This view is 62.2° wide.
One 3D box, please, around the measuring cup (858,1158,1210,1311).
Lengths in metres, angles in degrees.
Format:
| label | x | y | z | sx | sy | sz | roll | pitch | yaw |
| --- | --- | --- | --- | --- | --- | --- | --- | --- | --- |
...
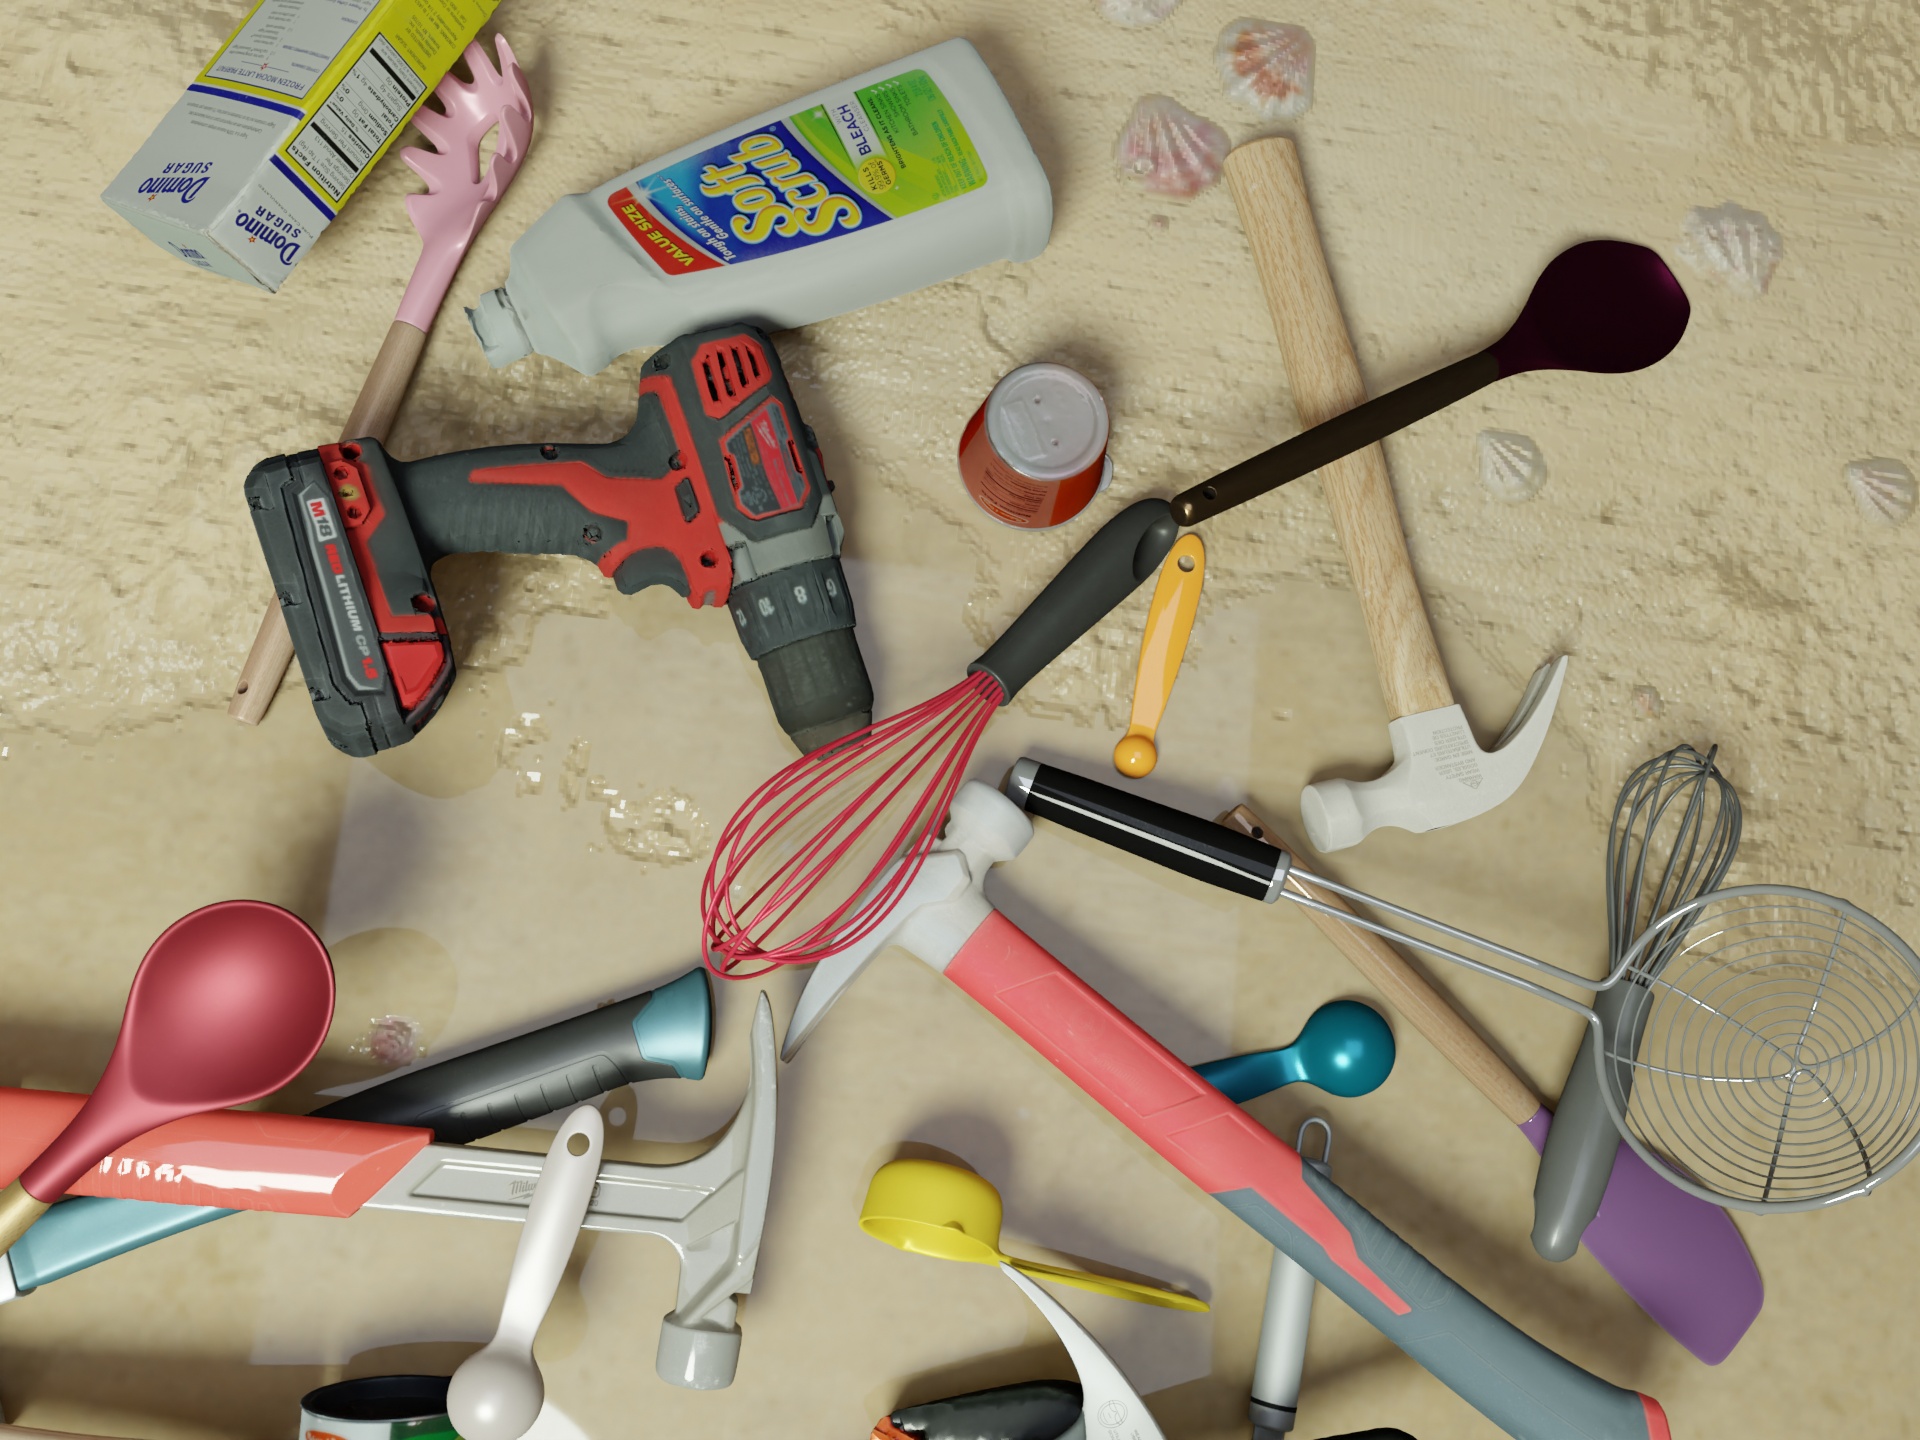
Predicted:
| label | x | y | z | sx | sy | sz | roll | pitch | yaw |
| --- | --- | --- | --- | --- | --- | --- | --- | --- | --- |
| measuring cup | 0.034 | 0.213 | 0.653 | 0.156 | 0.062 | 0.029 | 20 | 60 | -14 |

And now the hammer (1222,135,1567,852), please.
| label | x | y | z | sx | sy | sz | roll | pitch | yaw |
| --- | --- | --- | --- | --- | --- | --- | --- | --- | --- |
| hammer | 0.183 | -0.113 | 0.730 | 0.130 | 0.031 | 0.331 | -12 | 81 | -8 |

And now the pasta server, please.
| label | x | y | z | sx | sy | sz | roll | pitch | yaw |
| --- | --- | --- | --- | --- | --- | --- | --- | --- | --- |
| pasta server | -0.253 | -0.149 | 0.686 | 0.060 | 0.040 | 0.316 | 14 | 79 | 26 |

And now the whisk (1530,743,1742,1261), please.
| label | x | y | z | sx | sy | sz | roll | pitch | yaw |
| --- | --- | --- | --- | --- | --- | --- | --- | --- | --- |
| whisk | 0.289 | 0.117 | 0.686 | 0.055 | 0.055 | 0.239 | 24 | 75 | -2 |

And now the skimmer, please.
| label | x | y | z | sx | sy | sz | roll | pitch | yaw |
| --- | --- | --- | --- | --- | --- | --- | --- | --- | --- |
| skimmer | 0.188 | 0.080 | 0.635 | 0.363 | 0.090 | 0.127 | 20 | 81 | 9 |

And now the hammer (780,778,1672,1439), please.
| label | x | y | z | sx | sy | sz | roll | pitch | yaw |
| --- | --- | --- | --- | --- | --- | --- | --- | --- | --- |
| hammer | 0.110 | 0.196 | 0.641 | 0.386 | 0.038 | 0.143 | 38 | 78 | 9 |

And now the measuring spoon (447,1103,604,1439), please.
| label | x | y | z | sx | sy | sz | roll | pitch | yaw |
| --- | --- | --- | --- | --- | --- | --- | --- | --- | --- |
| measuring spoon | -0.155 | 0.201 | 0.578 | 0.034 | 0.018 | 0.124 | 17 | 79 | -5 |

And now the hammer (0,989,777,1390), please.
| label | x | y | z | sx | sy | sz | roll | pitch | yaw |
| --- | --- | --- | --- | --- | --- | --- | --- | --- | --- |
| hammer | -0.251 | 0.157 | 0.599 | 0.359 | 0.036 | 0.149 | 8 | 81 | -6 |

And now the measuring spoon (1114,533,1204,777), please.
| label | x | y | z | sx | sy | sz | roll | pitch | yaw |
| --- | --- | --- | --- | --- | --- | --- | --- | --- | --- |
| measuring spoon | 0.091 | -0.031 | 0.715 | 0.021 | 0.011 | 0.117 | 17 | 79 | -3 |

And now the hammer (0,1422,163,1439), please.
| label | x | y | z | sx | sy | sz | roll | pitch | yaw |
| --- | --- | --- | --- | --- | --- | --- | --- | --- | --- |
| hammer | -0.453 | 0.252 | 0.571 | 0.410 | 0.038 | 0.146 | 4 | 79 | 1 |

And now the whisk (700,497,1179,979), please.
| label | x | y | z | sx | sy | sz | roll | pitch | yaw |
| --- | --- | --- | --- | --- | --- | --- | --- | --- | --- |
| whisk | -0.001 | -0.002 | 0.661 | 0.073 | 0.073 | 0.296 | 44 | 65 | 3 |

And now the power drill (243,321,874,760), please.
| label | x | y | z | sx | sy | sz | roll | pitch | yaw |
| --- | --- | --- | --- | --- | --- | --- | --- | --- | --- |
| power drill | -0.152 | -0.051 | 0.654 | 0.226 | 0.080 | 0.188 | -18 | 90 | -19 |

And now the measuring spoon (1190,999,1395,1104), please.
| label | x | y | z | sx | sy | sz | roll | pitch | yaw |
| --- | --- | --- | --- | --- | --- | --- | --- | --- | --- |
| measuring spoon | 0.129 | 0.152 | 0.681 | 0.128 | 0.021 | 0.042 | -14 | 82 | -10 |

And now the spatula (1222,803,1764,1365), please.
| label | x | y | z | sx | sy | sz | roll | pitch | yaw |
| --- | --- | --- | --- | --- | --- | --- | --- | --- | --- |
| spatula | 0.231 | 0.151 | 0.695 | 0.316 | 0.018 | 0.060 | 45 | 74 | 2 |

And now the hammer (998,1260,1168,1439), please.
| label | x | y | z | sx | sy | sz | roll | pitch | yaw |
| --- | --- | --- | --- | --- | --- | --- | --- | --- | --- |
| hammer | -0.112 | 0.342 | 0.588 | 0.409 | 0.036 | 0.149 | -23 | 62 | -1 |

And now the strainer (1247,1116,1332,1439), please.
| label | x | y | z | sx | sy | sz | roll | pitch | yaw |
| --- | --- | --- | --- | --- | --- | --- | --- | --- | --- |
| strainer | 0.125 | 0.292 | 0.650 | 0.087 | 0.050 | 0.258 | 10 | 75 | 10 |

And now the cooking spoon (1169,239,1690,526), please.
| label | x | y | z | sx | sy | sz | roll | pitch | yaw |
| --- | --- | --- | --- | --- | --- | --- | --- | --- | --- |
| cooking spoon | 0.219 | -0.151 | 0.718 | 0.319 | 0.017 | 0.069 | -27 | 83 | -24 |

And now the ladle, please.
| label | x | y | z | sx | sy | sz | roll | pitch | yaw |
| --- | --- | --- | --- | --- | --- | --- | --- | --- | --- |
| ladle | -0.340 | 0.183 | 0.553 | 0.069 | 0.031 | 0.315 | 45 | 84 | -2 |

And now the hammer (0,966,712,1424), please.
| label | x | y | z | sx | sy | sz | roll | pitch | yaw |
| --- | --- | --- | --- | --- | --- | --- | --- | --- | --- |
| hammer | -0.255 | 0.172 | 0.632 | 0.331 | 0.033 | 0.128 | -18 | 83 | -9 |
